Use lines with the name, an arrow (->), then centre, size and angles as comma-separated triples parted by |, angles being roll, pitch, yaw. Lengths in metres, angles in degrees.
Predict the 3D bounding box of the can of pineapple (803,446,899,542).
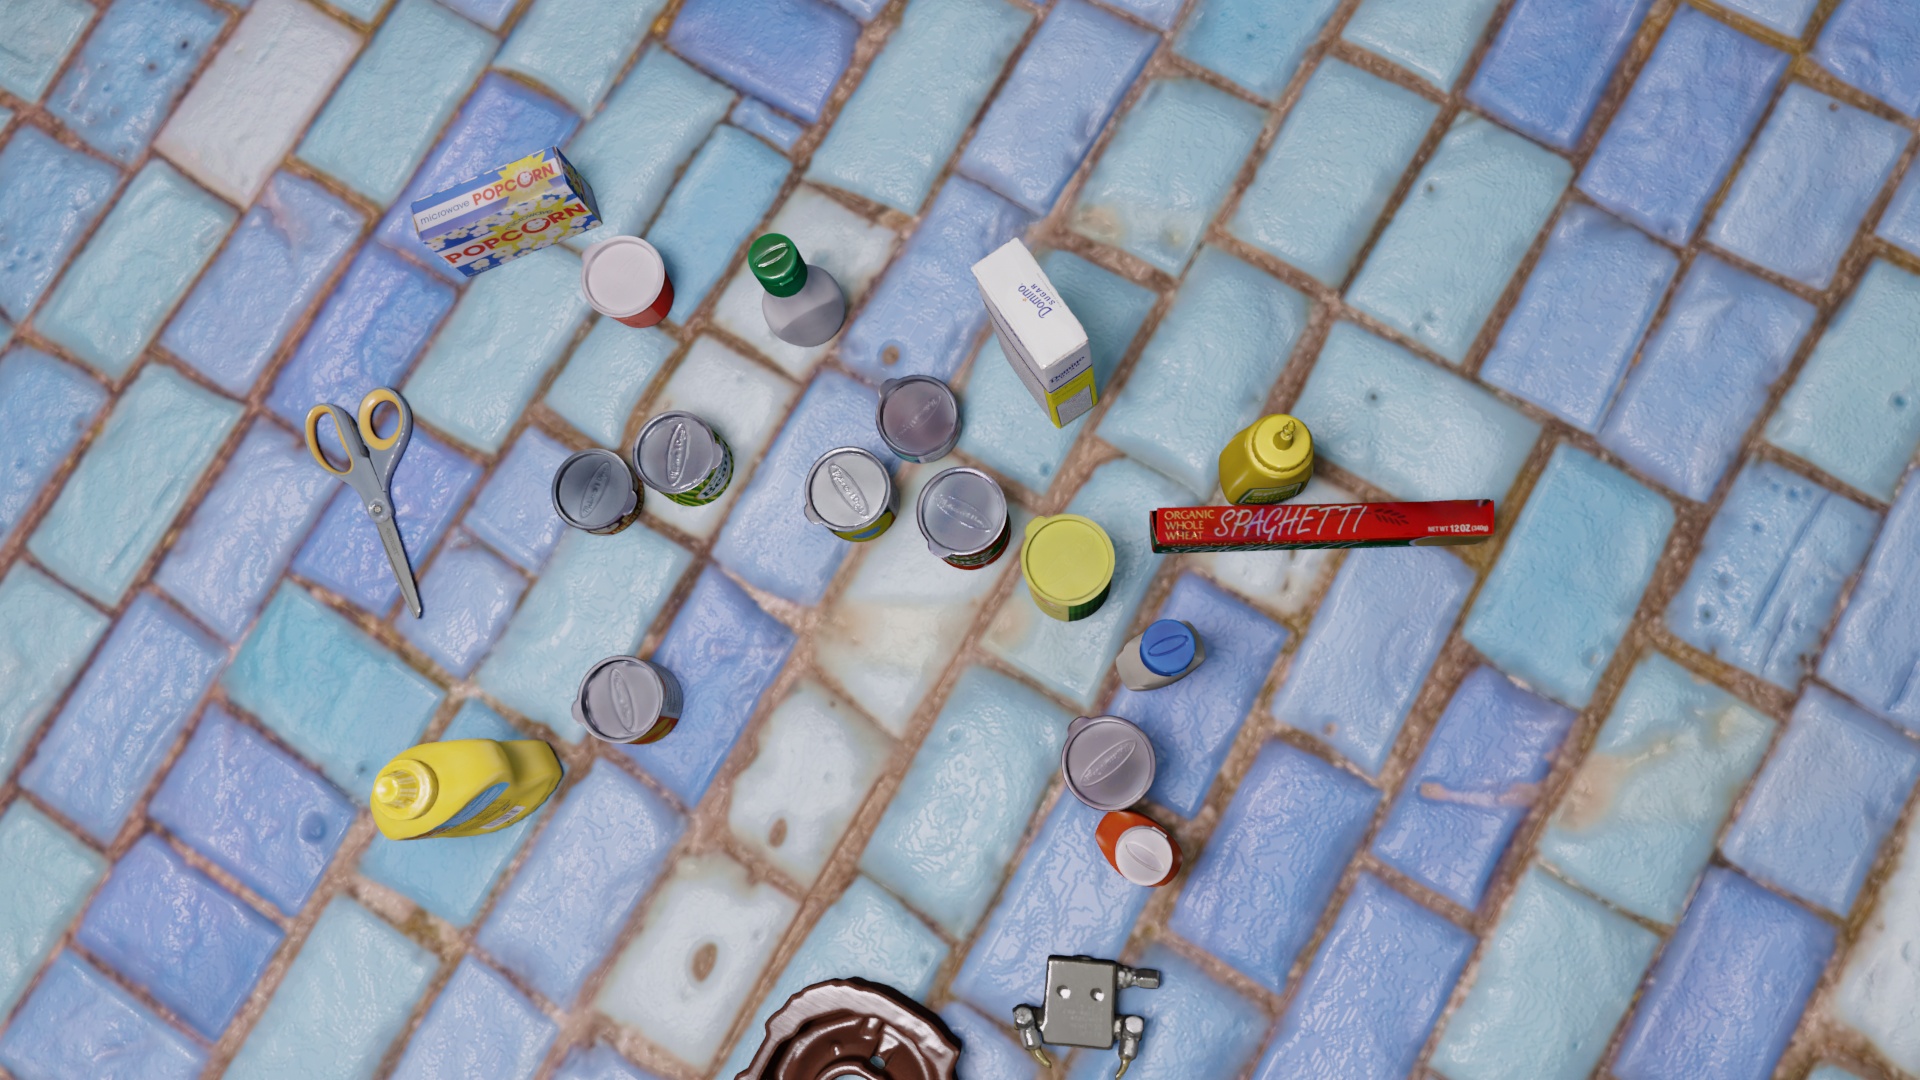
can of pineapple -> -0.085, -0.034, 1.077 | 0.071, 0.058, 0.071 | -1, 80, 5

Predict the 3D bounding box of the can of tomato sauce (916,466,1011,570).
can of tomato sauce -> 0.004, -0.013, 1.053 | 0.071, 0.083, 0.071 | -1, 80, 5

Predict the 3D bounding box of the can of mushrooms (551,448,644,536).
can of mushrooms -> -0.287, -0.037, 1.108 | 0.071, 0.033, 0.071 | -1, 80, 5

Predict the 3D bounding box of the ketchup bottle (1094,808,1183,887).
ketchup bottle -> 0.126, 0.215, 0.968 | 0.065, 0.148, 0.043 | 33, 85, 10

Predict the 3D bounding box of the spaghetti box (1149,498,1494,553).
spaghetti box -> 0.268, -0.010, 1.046 | 0.250, 0.050, 0.029 | -2, 80, 5

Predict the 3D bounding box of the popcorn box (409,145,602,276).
popcorn box -> -0.368, -0.266, 1.129 | 0.127, 0.085, 0.038 | -22, 79, 1

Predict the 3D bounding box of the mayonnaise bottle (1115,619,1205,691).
mayonnaise bottle -> 0.145, 0.081, 0.990 | 0.065, 0.148, 0.041 | -22, 79, 1

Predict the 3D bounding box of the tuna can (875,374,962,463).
tuna can -> -0.034, -0.097, 1.096 | 0.071, 0.033, 0.071 | -1, 80, 5

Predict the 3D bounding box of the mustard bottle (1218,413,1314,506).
mustard bottle -> 0.224, -0.060, 1.002 | 0.065, 0.160, 0.049 | -9, 80, 4

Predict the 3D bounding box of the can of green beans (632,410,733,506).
can of green beans -> -0.217, -0.063, 1.094 | 0.071, 0.057, 0.071 | -1, 80, 5

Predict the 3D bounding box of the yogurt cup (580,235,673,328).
yogurt cup -> -0.266, -0.206, 1.126 | 0.072, 0.054, 0.072 | -1, 80, 5

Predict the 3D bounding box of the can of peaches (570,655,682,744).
can of peaches -> -0.254, 0.124, 1.064 | 0.071, 0.058, 0.071 | -1, 80, 5

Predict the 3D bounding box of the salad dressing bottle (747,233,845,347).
salad dressing bottle -> -0.127, -0.191, 1.063 | 0.064, 0.147, 0.044 | -29, 79, 0

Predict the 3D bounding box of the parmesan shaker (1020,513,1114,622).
parmesan shaker -> 0.079, 0.020, 1.030 | 0.071, 0.103, 0.071 | -1, 80, 5

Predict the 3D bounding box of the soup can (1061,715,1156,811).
soup can -> 0.106, 0.160, 1.012 | 0.071, 0.083, 0.071 | -1, 80, 5
